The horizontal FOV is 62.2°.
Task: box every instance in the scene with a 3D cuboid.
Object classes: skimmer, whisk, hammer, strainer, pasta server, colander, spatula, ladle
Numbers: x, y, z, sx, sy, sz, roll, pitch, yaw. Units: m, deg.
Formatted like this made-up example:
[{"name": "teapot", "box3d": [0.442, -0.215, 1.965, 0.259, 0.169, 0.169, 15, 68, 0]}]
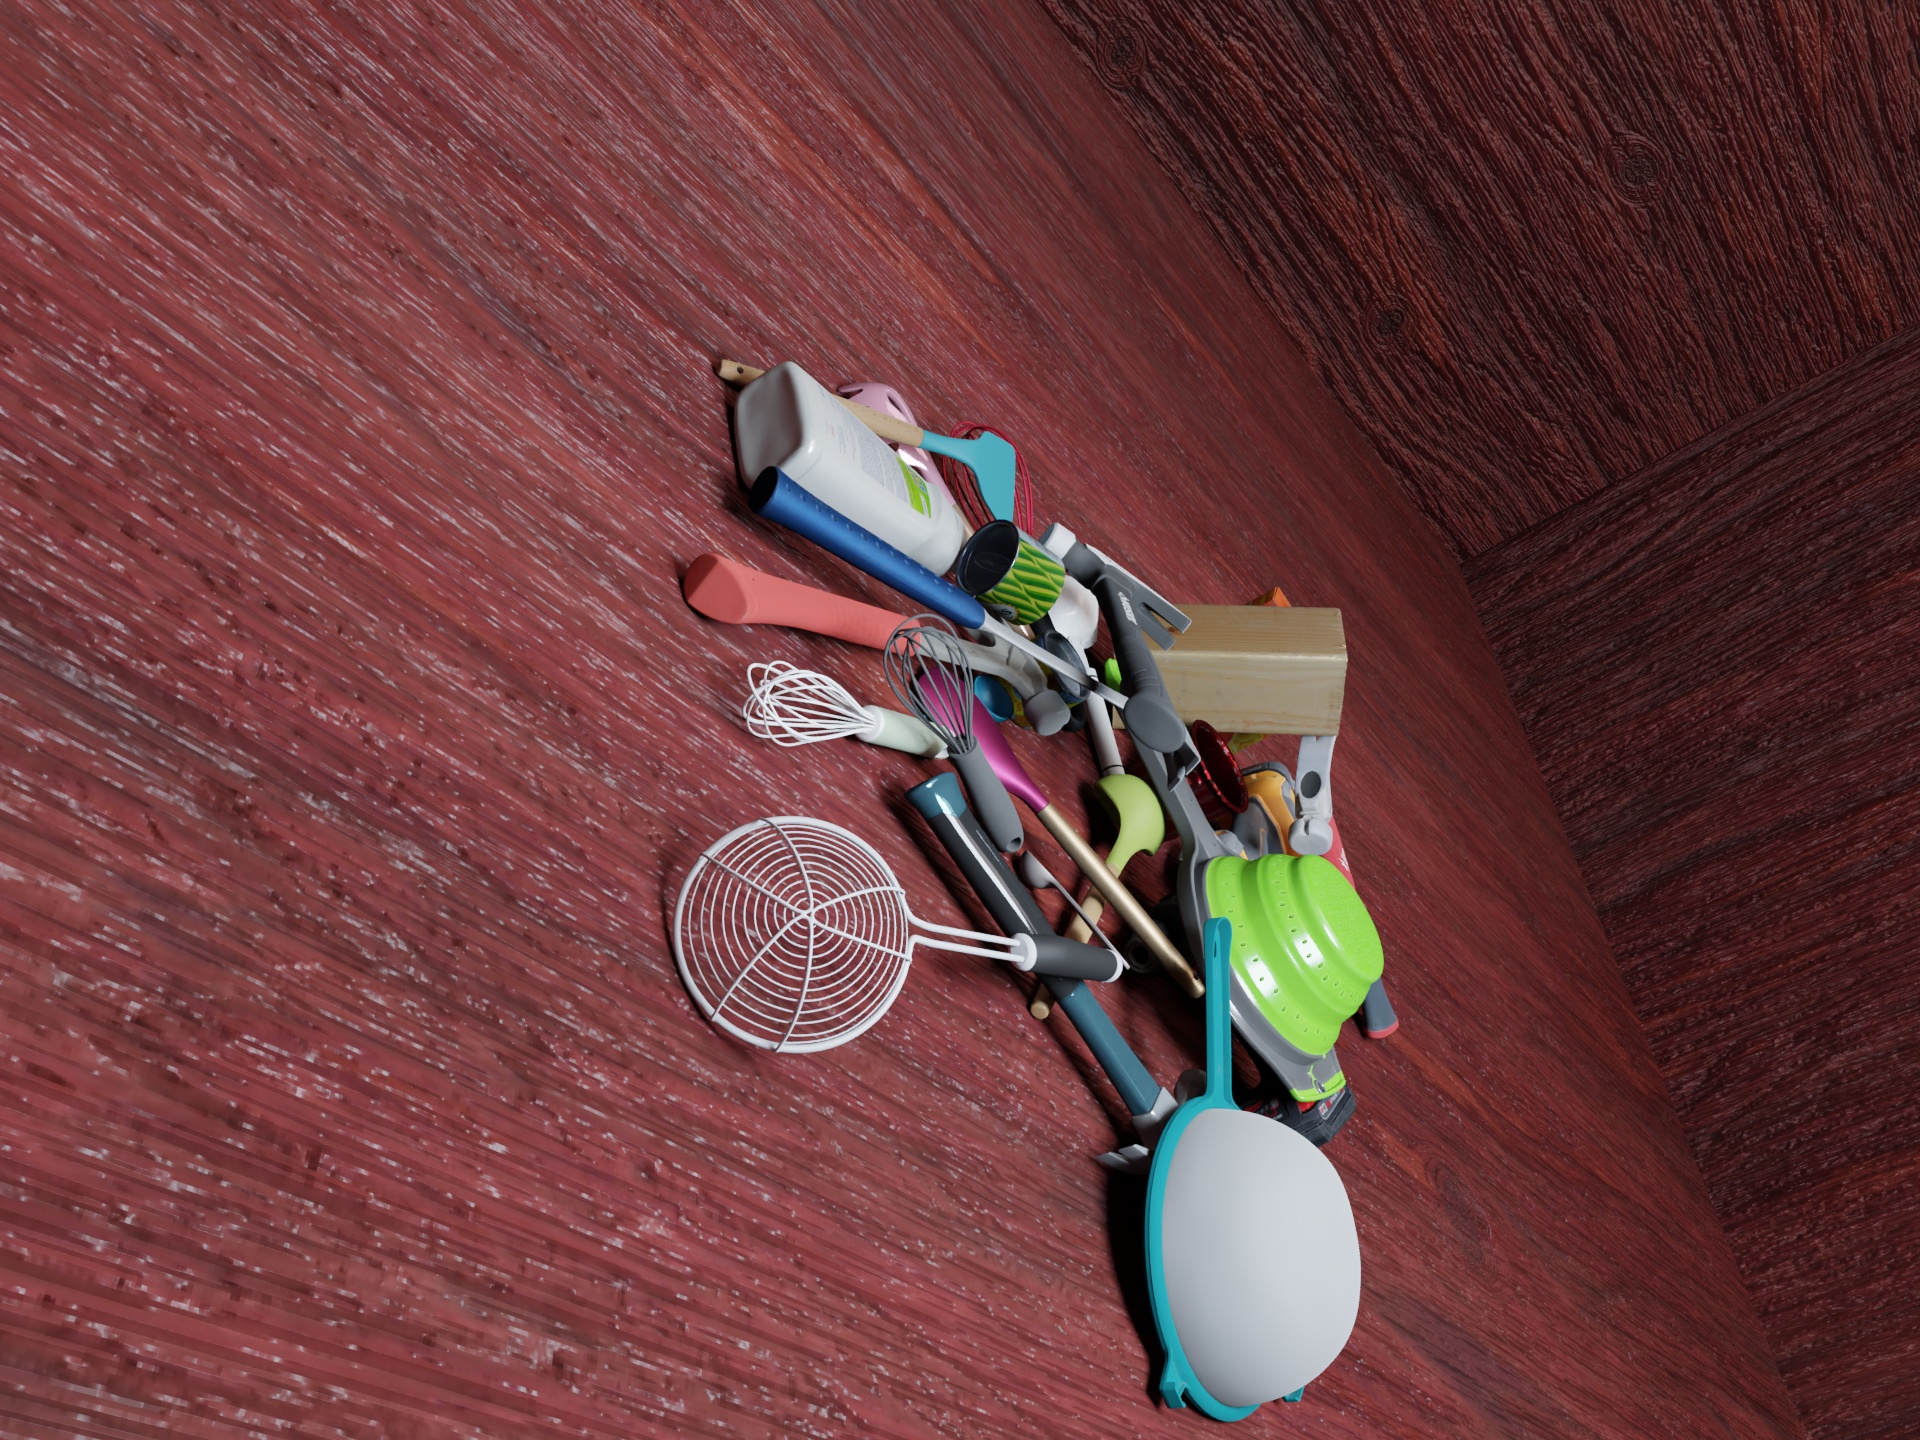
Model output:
[{"name": "skimmer", "box3d": [-0.018, 0.138, 0.949, 0.363, 0.090, 0.127, 22, 56, -56]}, {"name": "whisk", "box3d": [-0.066, 0.000, 1.050, 0.059, 0.058, 0.246, 57, 18, 22]}, {"name": "whisk", "box3d": [0.054, -0.129, 1.396, 0.073, 0.073, 0.296, -4, 73, -63]}, {"name": "hammer", "box3d": [0.022, -0.068, 1.160, 0.405, 0.035, 0.144, 29, 22, -31]}, {"name": "strainer", "box3d": [0.214, 0.299, 1.094, 0.210, 0.095, 0.341, 28, 57, -49]}, {"name": "hammer", "box3d": [-0.059, -0.071, 1.124, 0.358, 0.036, 0.149, 13, 35, -53]}, {"name": "hammer", "box3d": [0.066, 0.172, 1.089, 0.331, 0.033, 0.128, 56, 34, -10]}, {"name": "hammer", "box3d": [0.136, -0.057, 1.238, 0.146, 0.035, 0.335, 33, 19, -15]}, {"name": "pasta server", "box3d": [-0.002, -0.152, 1.340, 0.316, 0.040, 0.060, 59, 25, -7]}, {"name": "colander", "box3d": [0.235, 0.103, 1.284, 0.204, 0.094, 0.397, 6, 54, -57]}, {"name": "spatula", "box3d": [-0.061, -0.226, 1.258, 0.317, 0.044, 0.082, 13, 75, -38]}, {"name": "whisk", "box3d": [0.004, 0.016, 1.098, 0.238, 0.055, 0.055, 65, 16, -44]}, {"name": "ladle", "box3d": [0.100, 0.135, 1.233, 0.078, 0.062, 0.320, 54, 33, -11]}, {"name": "strainer", "box3d": [0.115, -0.047, 1.443, 0.086, 0.050, 0.259, 9, 58, -40]}, {"name": "hammer", "box3d": [0.380, 0.176, 1.553, 0.385, 0.038, 0.143, 64, 32, -41]}]

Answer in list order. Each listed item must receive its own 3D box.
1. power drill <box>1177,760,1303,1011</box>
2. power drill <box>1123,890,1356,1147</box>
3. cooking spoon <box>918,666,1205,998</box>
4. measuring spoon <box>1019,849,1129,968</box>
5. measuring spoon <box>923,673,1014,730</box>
[{"name": "power drill", "box3d": [0.284, 0.158, 1.495, 0.185, 0.084, 0.226, 62, 29, -12]}, {"name": "power drill", "box3d": [0.216, 0.244, 1.285, 0.227, 0.080, 0.188, 62, 25, 10]}, {"name": "cooking spoon", "box3d": [0.078, 0.085, 1.191, 0.319, 0.017, 0.069, 50, 35, -2]}, {"name": "measuring spoon", "box3d": [0.080, 0.140, 1.154, 0.124, 0.018, 0.034, 47, -3, 36]}, {"name": "measuring spoon", "box3d": [-0.002, -0.004, 1.212, 0.042, 0.021, 0.128, 56, 34, 7]}]
